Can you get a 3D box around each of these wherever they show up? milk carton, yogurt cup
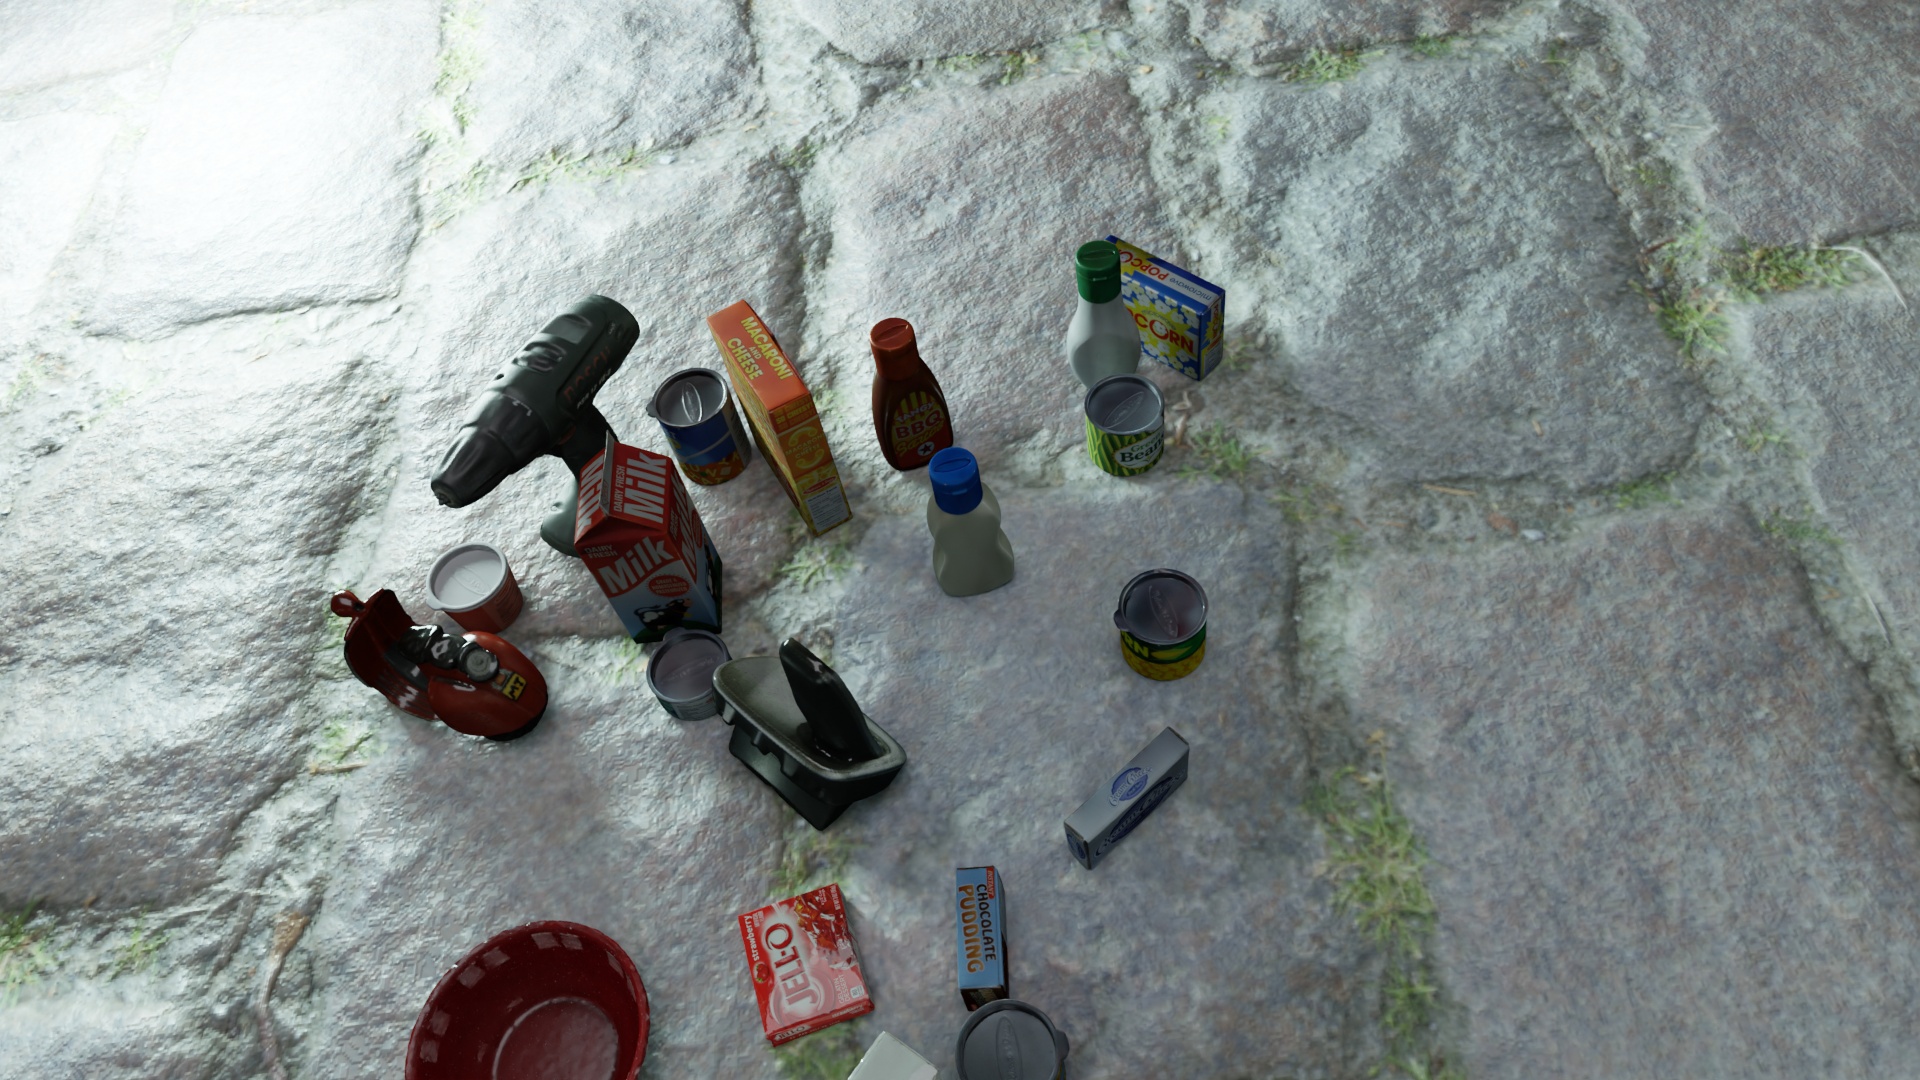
[{"bbox_3d":[-0.243,0.000,1.069,0.073,0.189,0.073,-8,54,3],"label":"milk carton"},{"bbox_3d":[-0.397,0.042,1.146,0.072,0.053,0.073,-4,55,6],"label":"yogurt cup"}]

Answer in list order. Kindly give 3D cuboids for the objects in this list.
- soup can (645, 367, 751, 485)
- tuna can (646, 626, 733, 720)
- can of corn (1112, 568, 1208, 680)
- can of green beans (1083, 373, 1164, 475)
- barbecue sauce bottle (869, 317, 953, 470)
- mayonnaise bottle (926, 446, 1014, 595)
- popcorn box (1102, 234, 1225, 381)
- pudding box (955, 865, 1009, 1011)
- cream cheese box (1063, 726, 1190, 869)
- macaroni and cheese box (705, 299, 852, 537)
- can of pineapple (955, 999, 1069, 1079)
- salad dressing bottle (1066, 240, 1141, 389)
[{"bbox_3d":[-0.225,-0.097,1.201,0.071,0.083,0.072,-4,55,6],"label":"soup can"},{"bbox_3d":[-0.210,0.104,1.088,0.071,0.032,0.071,-4,55,6],"label":"tuna can"},{"bbox_3d":[0.150,0.065,1.046,0.071,0.058,0.071,-4,55,6],"label":"can of corn"},{"bbox_3d":[0.138,-0.096,1.162,0.071,0.057,0.071,-4,55,6],"label":"can of green beans"},{"bbox_3d":[-0.046,-0.122,1.152,0.065,0.147,0.044,-26,56,-10],"label":"barbecue sauce bottle"},{"bbox_3d":[0.004,-0.013,1.068,0.065,0.147,0.041,-14,54,-1],"label":"mayonnaise bottle"},{"bbox_3d":[0.170,-0.204,1.217,0.127,0.084,0.038,33,66,27],"label":"popcorn box"},{"bbox_3d":[0.015,0.266,0.929,0.030,0.049,0.084,-6,54,5],"label":"pudding box"},{"bbox_3d":[0.118,0.181,0.972,0.104,0.053,0.024,-39,59,-18],"label":"cream cheese box"},{"bbox_3d":[-0.147,-0.099,1.140,0.040,0.165,0.124,-29,56,-11],"label":"macaroni and cheese box"},{"bbox_3d":[0.034,0.331,0.875,0.071,0.057,0.071,-4,55,6],"label":"can of pineapple"},{"bbox_3d":[0.120,-0.188,1.175,0.064,0.147,0.044,-6,55,4],"label":"salad dressing bottle"}]
